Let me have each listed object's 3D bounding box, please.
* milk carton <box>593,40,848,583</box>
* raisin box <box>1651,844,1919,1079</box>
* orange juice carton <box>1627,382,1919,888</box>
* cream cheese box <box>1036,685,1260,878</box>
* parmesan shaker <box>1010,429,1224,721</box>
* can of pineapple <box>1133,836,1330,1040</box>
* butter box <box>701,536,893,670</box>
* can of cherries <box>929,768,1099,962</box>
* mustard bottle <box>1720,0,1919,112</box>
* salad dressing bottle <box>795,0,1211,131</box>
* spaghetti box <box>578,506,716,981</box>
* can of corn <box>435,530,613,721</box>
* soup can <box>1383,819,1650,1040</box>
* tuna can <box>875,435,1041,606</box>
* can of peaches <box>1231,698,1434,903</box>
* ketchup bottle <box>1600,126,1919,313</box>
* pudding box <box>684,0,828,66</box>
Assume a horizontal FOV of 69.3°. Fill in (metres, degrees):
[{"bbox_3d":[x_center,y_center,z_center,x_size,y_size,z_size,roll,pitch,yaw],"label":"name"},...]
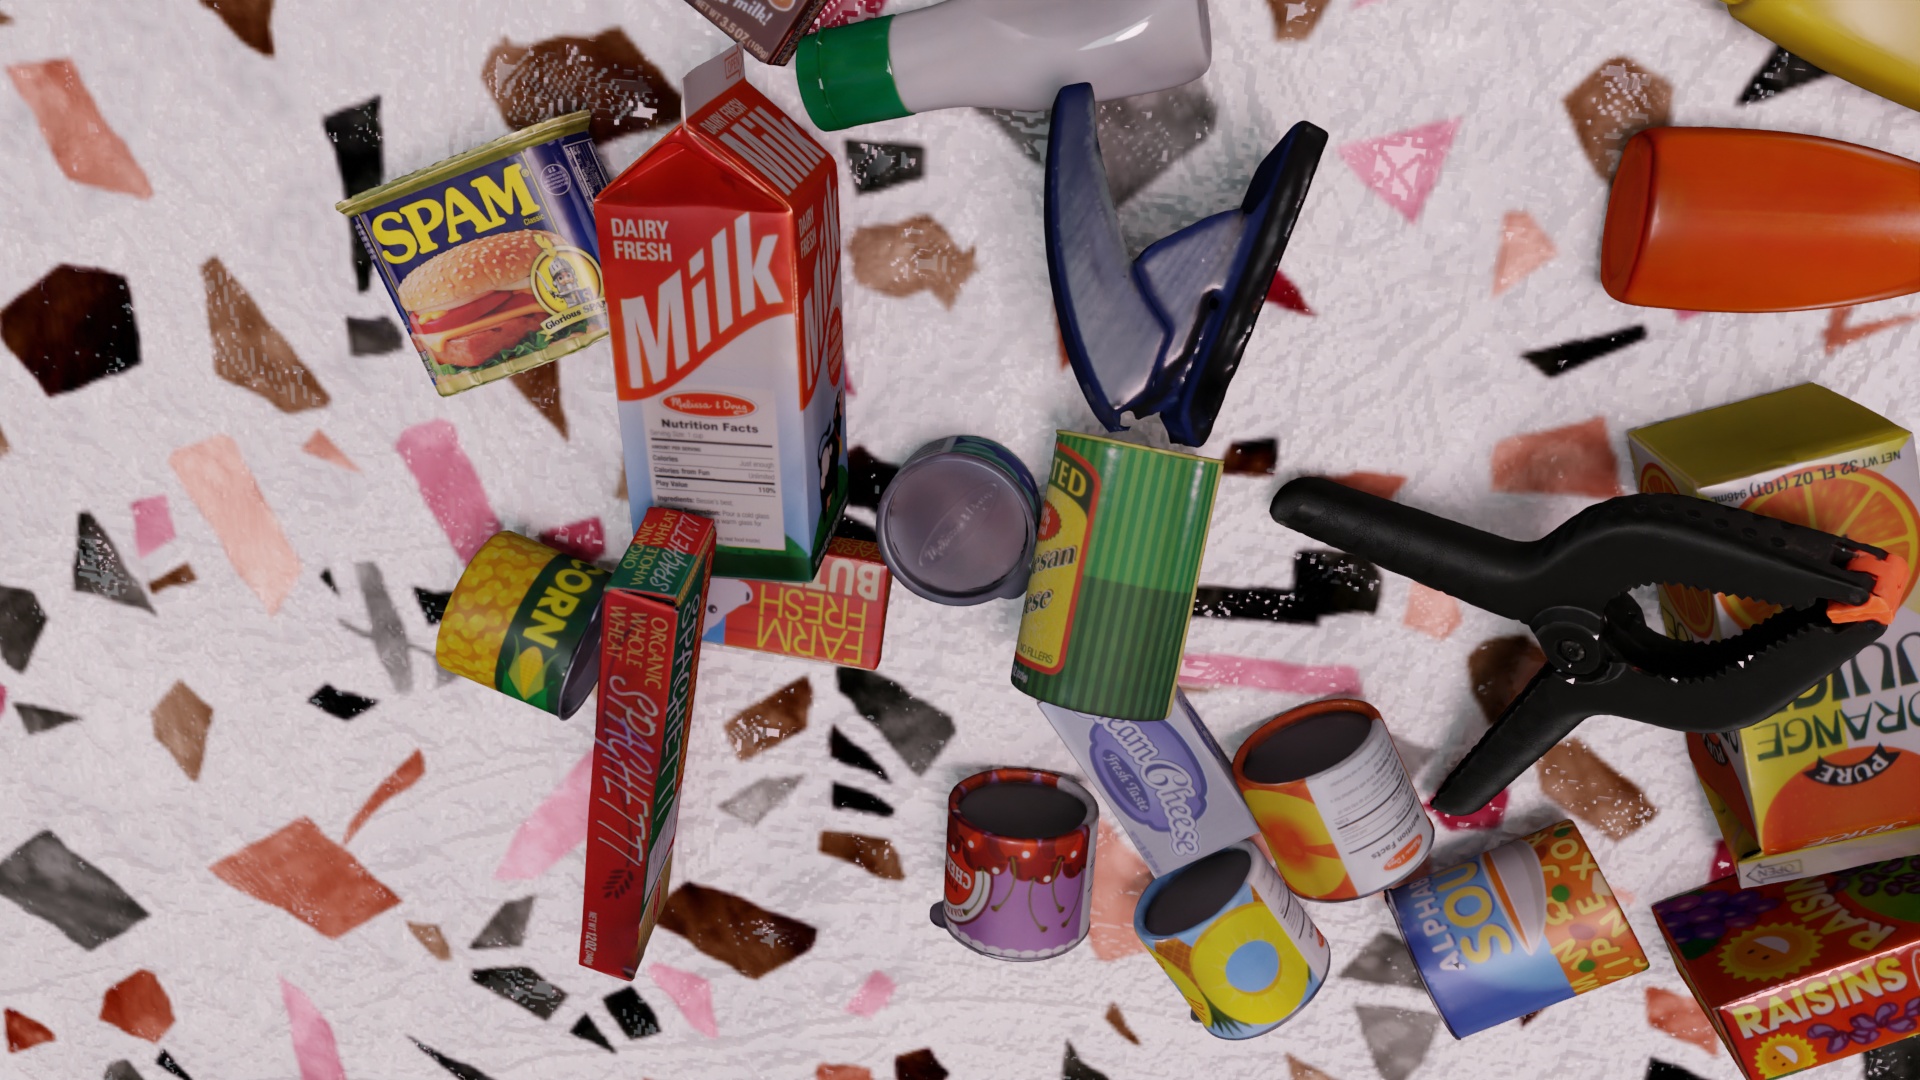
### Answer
[{"bbox_3d":[-0.087,-0.084,0.526,0.073,0.073,0.189,4,120,7],"label":"milk carton"},{"bbox_3d":[0.356,0.160,0.556,0.123,0.086,0.040,-26,98,15],"label":"raisin box"},{"bbox_3d":[0.319,0.046,0.530,0.072,0.073,0.192,-16,106,12],"label":"orange juice carton"},{"bbox_3d":[0.082,0.093,0.604,0.053,0.024,0.103,-31,102,16],"label":"cream cheese box"},{"bbox_3d":[0.061,0.013,0.541,0.071,0.071,0.103,11,94,4],"label":"parmesan shaker"},{"bbox_3d":[0.116,0.173,0.604,0.071,0.071,0.058,-33,101,17],"label":"can of pineapple"},{"bbox_3d":[-0.082,0.021,0.602,0.103,0.024,0.053,9,110,5],"label":"butter box"},{"bbox_3d":[0.023,0.139,0.604,0.071,0.072,0.058,5,110,6],"label":"can of cherries"},{"bbox_3d":[0.305,-0.188,0.465,0.160,0.049,0.065,21,110,1],"label":"mustard bottle"},{"bbox_3d":[0.014,-0.179,0.504,0.147,0.064,0.043,-5,139,18],"label":"salad dressing bottle"},{"bbox_3d":[-0.133,0.094,0.578,0.029,0.050,0.248,15,130,-1],"label":"spaghetti box"},{"bbox_3d":[-0.182,0.034,0.596,0.058,0.071,0.071,23,110,0],"label":"can of corn"},{"bbox_3d":[0.232,0.161,0.584,0.083,0.071,0.071,-28,103,15],"label":"soup can"},{"bbox_3d":[0.002,-0.007,0.576,0.071,0.033,0.070,2,109,7],"label":"tuna can"},{"bbox_3d":[0.152,0.107,0.578,0.071,0.071,0.058,-24,104,15],"label":"can of peaches"},{"bbox_3d":[0.312,-0.111,0.493,0.149,0.044,0.064,5,110,6],"label":"ketchup bottle"},{"bbox_3d":[-0.088,-0.222,0.516,0.083,0.030,0.049,38,109,-6],"label":"pudding box"}]
